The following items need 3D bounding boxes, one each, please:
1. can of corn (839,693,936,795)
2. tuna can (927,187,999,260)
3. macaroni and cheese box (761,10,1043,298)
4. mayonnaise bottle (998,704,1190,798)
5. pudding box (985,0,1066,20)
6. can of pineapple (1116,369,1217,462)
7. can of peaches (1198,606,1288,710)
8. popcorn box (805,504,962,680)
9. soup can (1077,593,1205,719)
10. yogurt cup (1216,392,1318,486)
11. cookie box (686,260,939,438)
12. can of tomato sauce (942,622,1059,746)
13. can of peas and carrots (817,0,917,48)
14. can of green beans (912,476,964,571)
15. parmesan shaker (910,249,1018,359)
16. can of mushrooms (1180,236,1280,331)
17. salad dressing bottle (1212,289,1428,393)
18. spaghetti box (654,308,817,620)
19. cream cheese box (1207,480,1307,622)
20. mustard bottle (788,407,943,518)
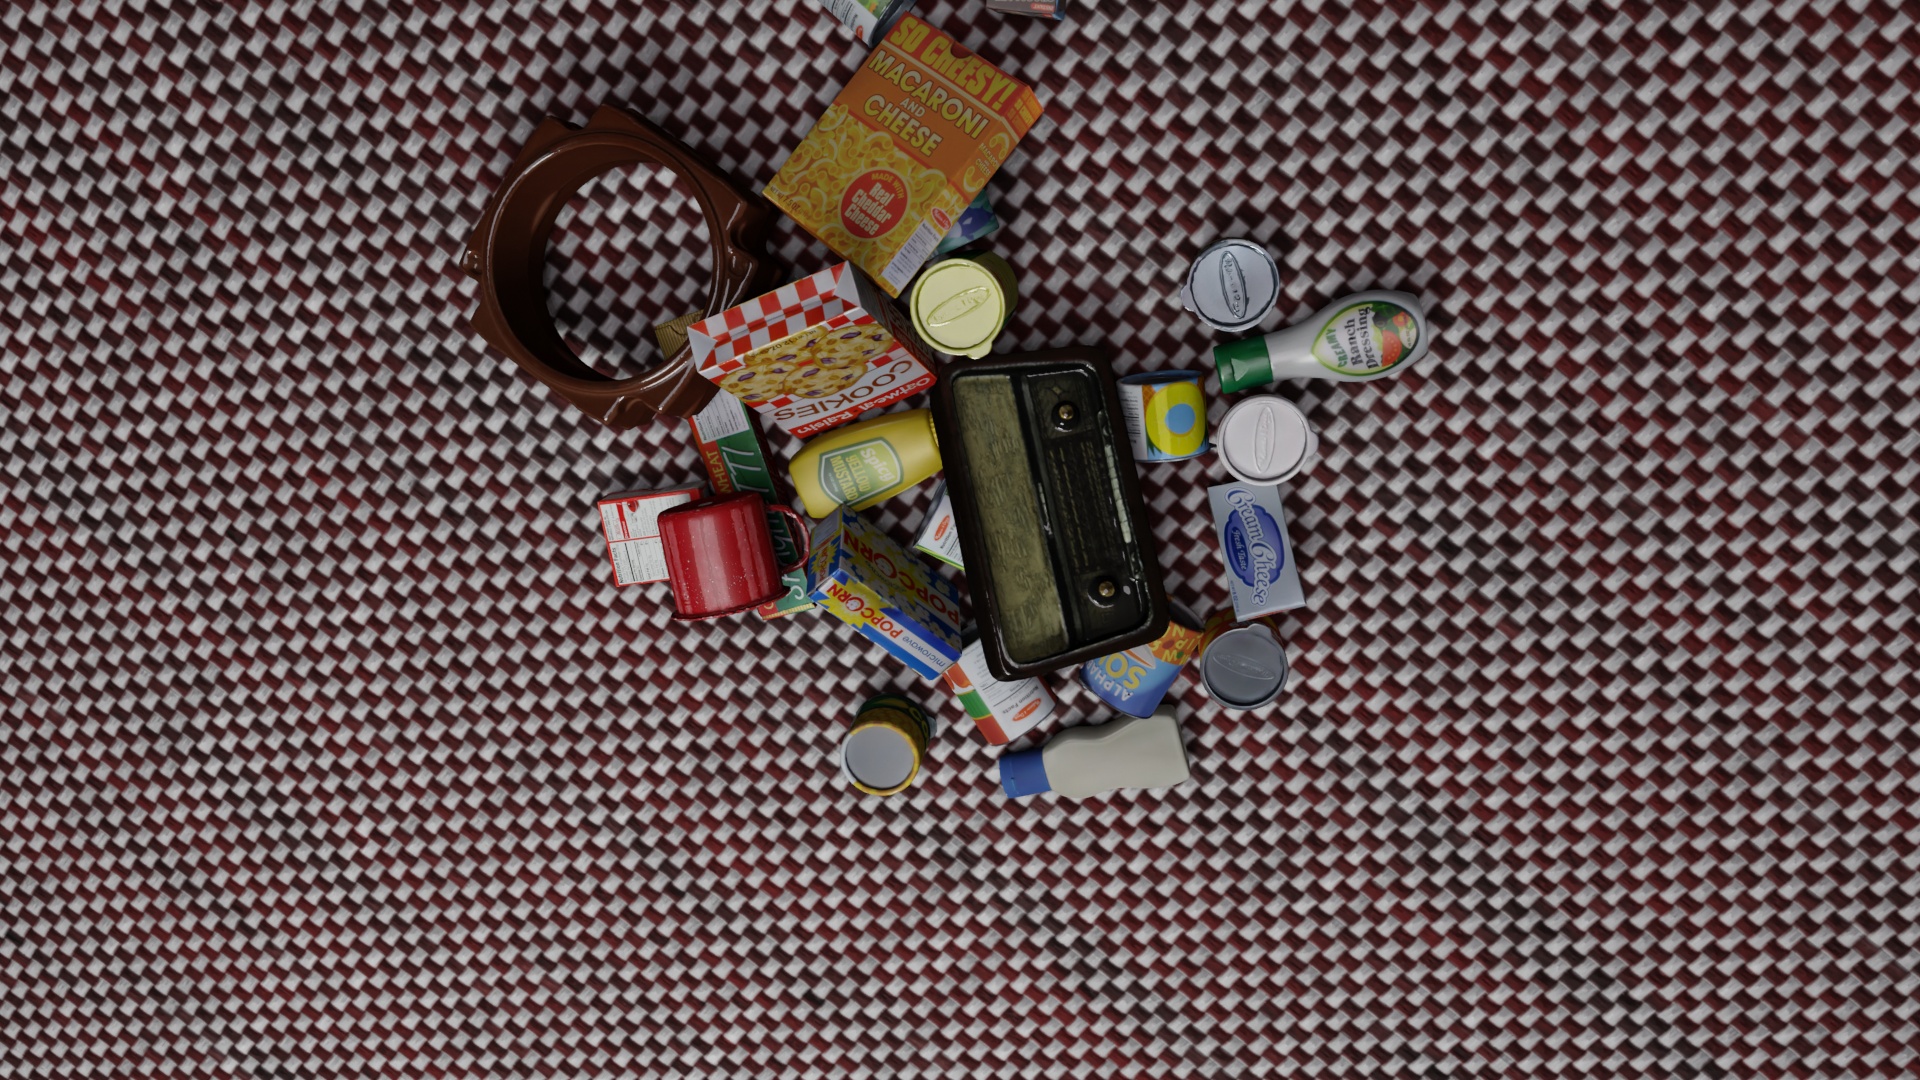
[{"bbox_3d":[-0.058,0.165,1.127,0.071,0.058,0.071,2,106,7],"label":"can of corn"},{"bbox_3d":[-0.009,-0.228,1.008,0.071,0.071,0.032,-21,102,13],"label":"tuna can"},{"bbox_3d":[-0.041,-0.271,0.971,0.124,0.040,0.166,40,93,25],"label":"macaroni and cheese box"},{"bbox_3d":[0.106,0.176,1.118,0.148,0.041,0.064,-13,103,12],"label":"mayonnaise bottle"},{"bbox_3d":[0.047,-0.376,0.954,0.050,0.084,0.030,8,109,5],"label":"pudding box"},{"bbox_3d":[0.151,-0.093,1.026,0.071,0.071,0.057,-5,104,9],"label":"can of pineapple"},{"bbox_3d":[0.218,0.088,1.070,0.071,0.058,0.071,2,105,8],"label":"can of peaches"},{"bbox_3d":[-0.056,0.040,1.058,0.126,0.085,0.038,37,117,-25],"label":"popcorn box"},{"bbox_3d":[0.139,0.085,1.073,0.071,0.071,0.083,29,106,-1],"label":"soup can"},{"bbox_3d":[0.223,-0.078,1.026,0.072,0.054,0.072,2,105,7],"label":"yogurt cup"},{"bbox_3d":[-0.100,-0.131,0.998,0.123,0.167,0.040,-20,73,13],"label":"cookie box"},{"bbox_3d":[0.027,0.110,1.098,0.071,0.071,0.083,-32,98,15],"label":"can of tomato sauce"},{"bbox_3d":[-0.063,-0.393,0.974,0.059,0.071,0.070,41,106,-4],"label":"can of peas and carrots"},{"bbox_3d":[0.004,-0.012,1.064,0.058,0.071,0.071,26,107,-7],"label":"can of green beans"},{"bbox_3d":[0.006,-0.171,1.004,0.071,0.103,0.071,2,105,7],"label":"parmesan shaker"},{"bbox_3d":[0.195,-0.187,1.011,0.071,0.033,0.070,2,106,7],"label":"can of mushrooms"},{"bbox_3d":[0.260,-0.140,1.010,0.147,0.044,0.064,-13,102,11],"label":"salad dressing bottle"},{"bbox_3d":[-0.173,-0.058,1.097,0.050,0.029,0.249,-16,102,12],"label":"spaghetti box"},{"bbox_3d":[0.222,0.005,1.042,0.053,0.024,0.104,-13,74,10],"label":"cream cheese box"},{"bbox_3d":[-0.051,-0.068,1.067,0.160,0.049,0.065,-21,107,13],"label":"mustard bottle"}]
